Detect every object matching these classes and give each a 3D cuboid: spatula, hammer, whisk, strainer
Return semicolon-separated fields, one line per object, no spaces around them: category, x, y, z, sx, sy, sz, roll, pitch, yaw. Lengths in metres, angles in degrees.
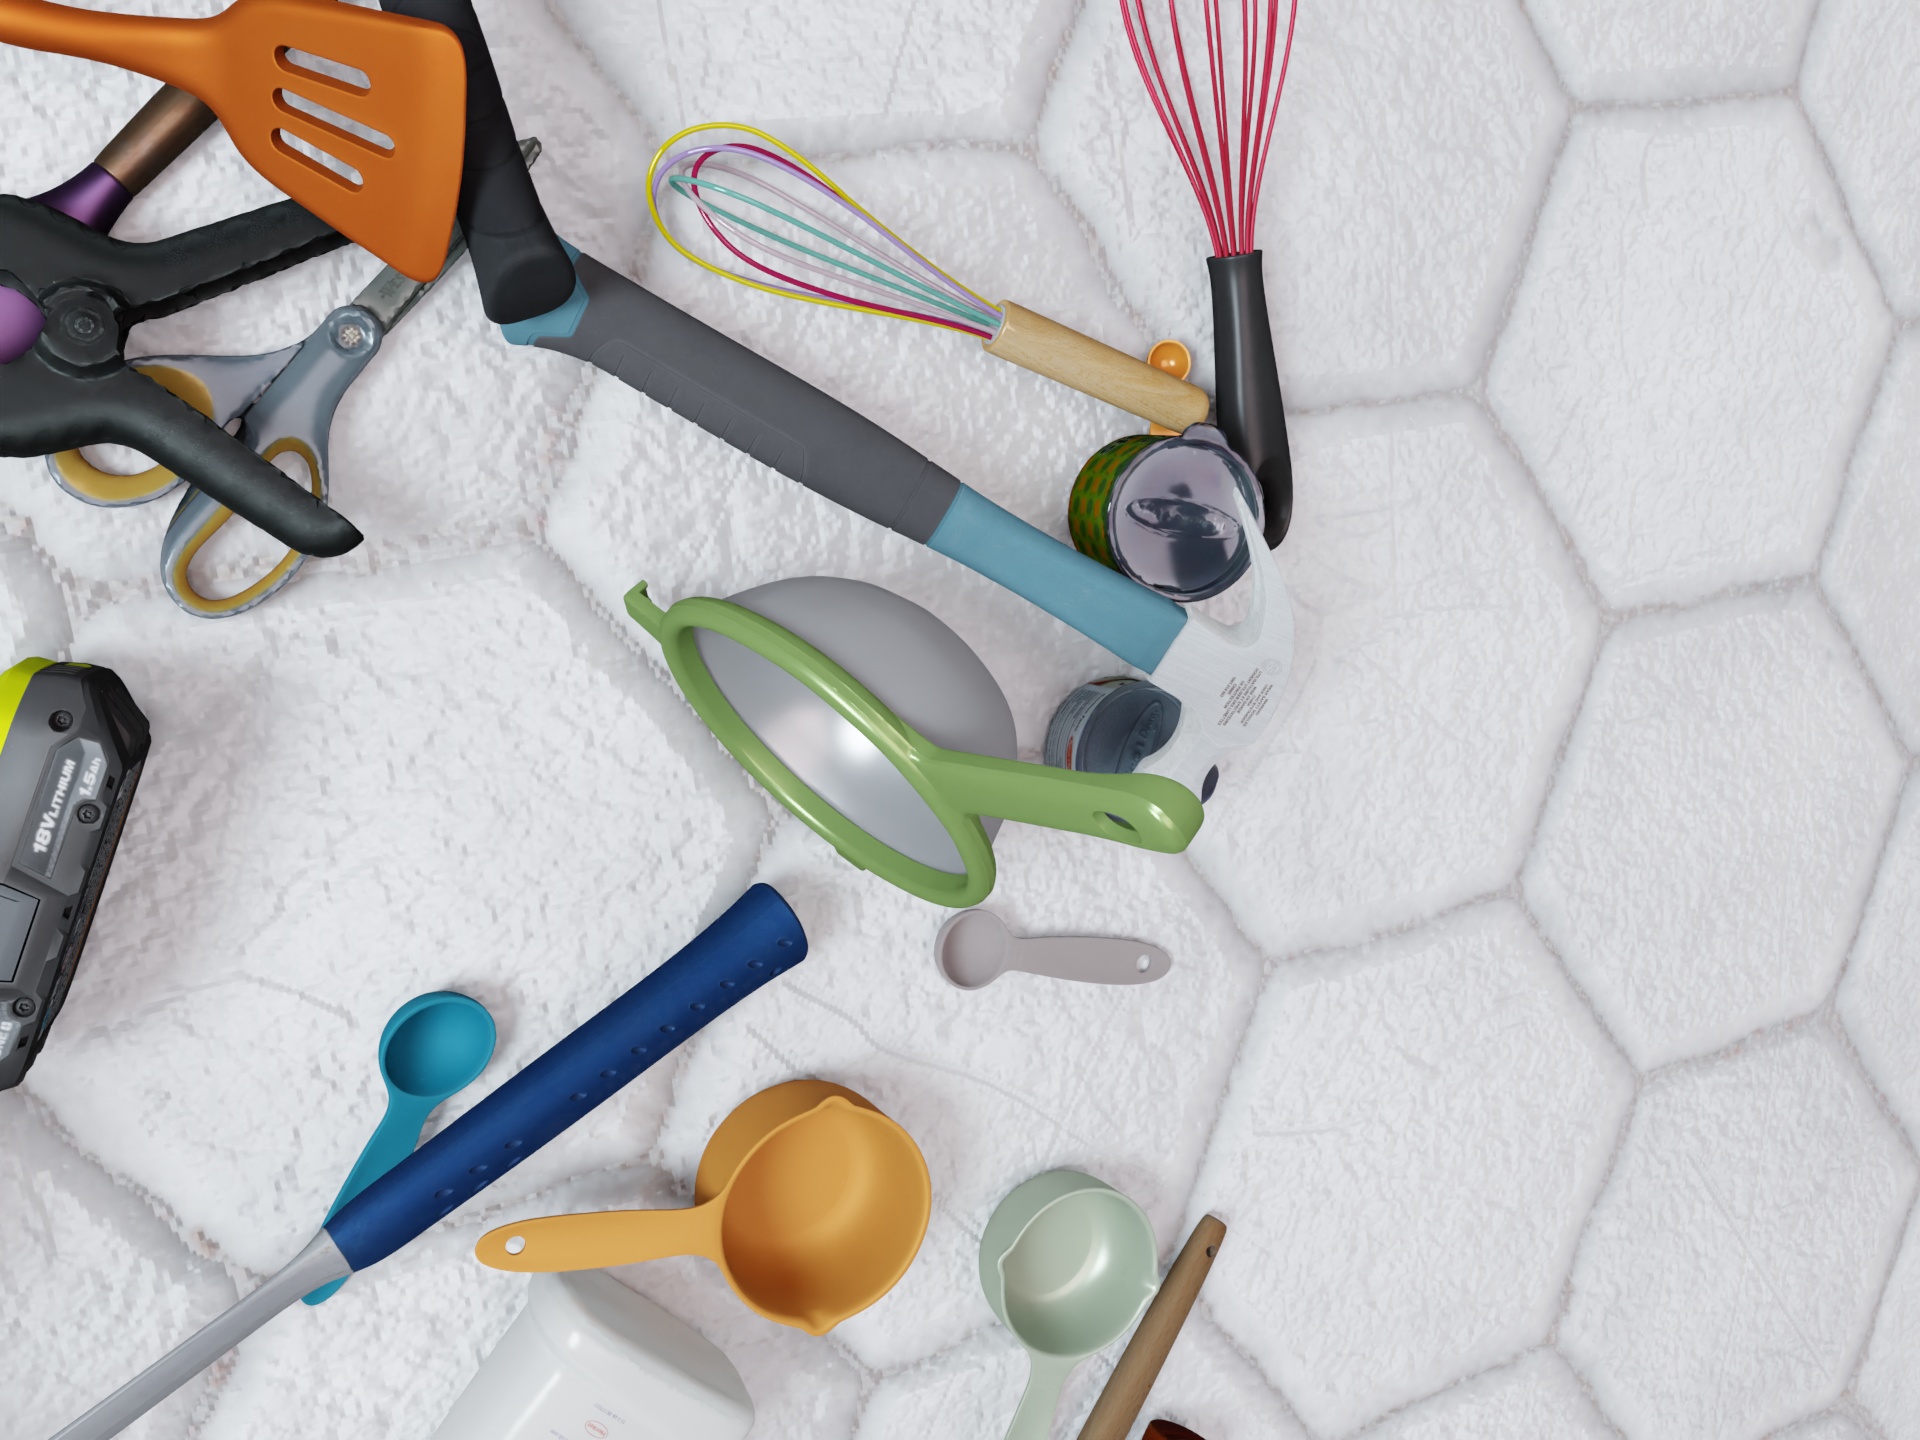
spatula;-0.258;-0.195;0.515;0.059;0.018;0.316;44;79;-23
spatula;-0.305;-0.207;0.455;0.322;0.041;0.081;11;128;-15
hammer;-0.218;0.186;0.534;0.405;0.035;0.144;-35;152;-27
whisk;0.111;-0.213;0.660;0.073;0.073;0.295;-17;110;-22
strainer;-0.001;-0.002;0.528;0.069;0.256;0.151;-49;119;-21
hammer;-0.019;-0.082;0.591;0.331;0.033;0.128;28;112;-13
whisk;-0.003;-0.165;0.615;0.244;0.051;0.047;18;83;-25
spatula;0.032;0.361;0.711;0.082;0.044;0.317;38;76;-23
hammer;-0.186;-0.286;0.476;0.035;0.146;0.334;-23;110;-20

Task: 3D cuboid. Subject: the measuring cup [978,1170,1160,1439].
measuring cup;0.030;0.276;0.692;0.083;0.038;0.167;18;91;-25

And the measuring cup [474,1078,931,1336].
measuring cup;-0.100;0.186;0.614;0.173;0.052;0.095;1;96;-23

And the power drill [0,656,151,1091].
power drill;-0.369;0.015;0.460;0.223;0.080;0.171;18;90;-22

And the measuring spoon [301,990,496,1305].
measuring spoon;-0.212;0.153;0.581;0.042;0.021;0.128;24;95;-42

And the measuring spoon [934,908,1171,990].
measuring spoon;0.040;0.101;0.690;0.124;0.018;0.034;10;92;-32

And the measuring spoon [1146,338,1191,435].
measuring spoon;0.087;-0.105;0.687;0.021;0.011;0.117;-1;100;-12
